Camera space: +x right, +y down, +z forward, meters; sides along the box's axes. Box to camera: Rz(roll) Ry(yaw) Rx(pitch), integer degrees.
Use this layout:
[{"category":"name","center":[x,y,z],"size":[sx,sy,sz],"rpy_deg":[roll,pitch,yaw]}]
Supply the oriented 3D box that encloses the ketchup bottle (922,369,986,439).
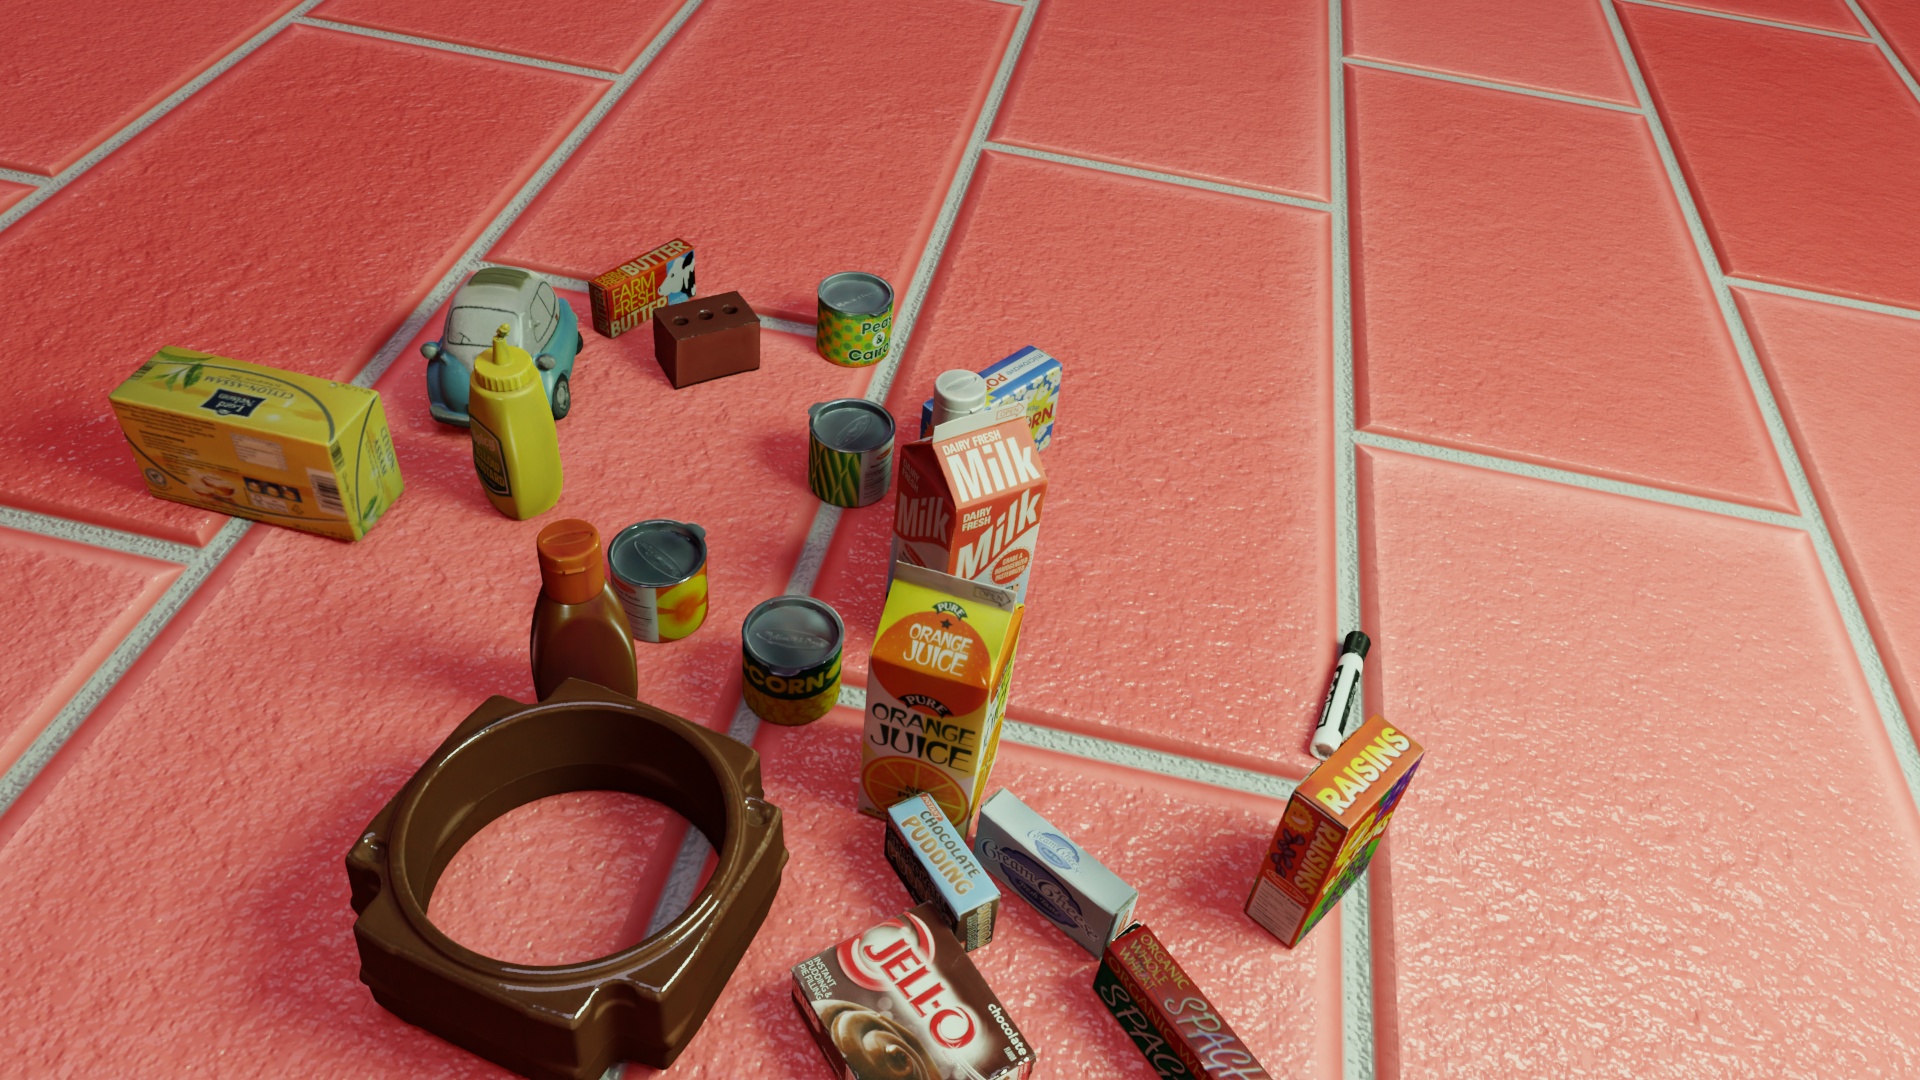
[{"category":"ketchup bottle","center":[-0.006,-0.054,1.007],"size":[0.065,0.148,0.043],"rpy_deg":[-27,53,-32]}]

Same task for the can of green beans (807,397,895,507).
[{"category":"can of green beans","center":[-0.085,-0.068,1.077],"size":[0.071,0.057,0.071],"rpy_deg":[4,43,-4]}]

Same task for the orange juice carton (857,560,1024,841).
[{"category":"orange juice carton","center":[-0.012,0.089,0.822],"size":[0.072,0.191,0.073],"rpy_deg":[16,44,9]}]

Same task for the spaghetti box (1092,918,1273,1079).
[{"category":"spaghetti box","center":[0.156,0.308,0.717],"size":[0.029,0.049,0.251],"rpy_deg":[-21,50,-28]}]

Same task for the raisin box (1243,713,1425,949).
[{"category":"raisin box","center":[0.219,0.171,0.818],"size":[0.086,0.122,0.040],"rpy_deg":[-31,55,-34]}]

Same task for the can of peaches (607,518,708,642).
[{"category":"can of peaches","center":[-0.205,0.027,0.958],"size":[0.071,0.057,0.071],"rpy_deg":[4,43,-4]}]

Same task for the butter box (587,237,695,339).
[{"category":"butter box","center":[-0.277,-0.221,1.216],"size":[0.024,0.052,0.104],"rpy_deg":[32,48,24]}]

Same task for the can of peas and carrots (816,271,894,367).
[{"category":"can of peas and carrots","center":[-0.090,-0.191,1.206],"size":[0.071,0.058,0.071],"rpy_deg":[4,43,-4]}]

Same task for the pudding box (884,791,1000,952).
[{"category":"pudding box","center":[-0.012,0.195,0.813],"size":[0.030,0.049,0.084],"rpy_deg":[-19,49,-26]}]

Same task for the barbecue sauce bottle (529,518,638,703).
[{"category":"barbecue sauce bottle","center":[-0.236,0.052,0.861],"size":[0.065,0.147,0.044],"rpy_deg":[-10,46,-18]}]

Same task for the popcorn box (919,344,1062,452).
[{"category":"popcorn box","center":[0.023,-0.091,1.097],"size":[0.038,0.084,0.127],"rpy_deg":[36,50,27]}]

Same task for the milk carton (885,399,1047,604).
[{"category":"milk carton","center":[0.003,-0.012,0.933],"size":[0.072,0.189,0.074],"rpy_deg":[-19,49,-26]}]

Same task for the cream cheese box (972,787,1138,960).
[{"category":"cream cheese box","center":[0.054,0.196,0.818],"size":[0.104,0.053,0.024],"rpy_deg":[35,49,26]}]

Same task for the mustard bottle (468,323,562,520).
[{"category":"mustard bottle","center":[-0.321,-0.089,0.990],"size":[0.065,0.159,0.049],"rpy_deg":[35,49,26]}]

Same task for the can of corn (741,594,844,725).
[{"category":"can of corn","center":[-0.111,0.081,0.914],"size":[0.071,0.058,0.071],"rpy_deg":[4,43,-4]}]
